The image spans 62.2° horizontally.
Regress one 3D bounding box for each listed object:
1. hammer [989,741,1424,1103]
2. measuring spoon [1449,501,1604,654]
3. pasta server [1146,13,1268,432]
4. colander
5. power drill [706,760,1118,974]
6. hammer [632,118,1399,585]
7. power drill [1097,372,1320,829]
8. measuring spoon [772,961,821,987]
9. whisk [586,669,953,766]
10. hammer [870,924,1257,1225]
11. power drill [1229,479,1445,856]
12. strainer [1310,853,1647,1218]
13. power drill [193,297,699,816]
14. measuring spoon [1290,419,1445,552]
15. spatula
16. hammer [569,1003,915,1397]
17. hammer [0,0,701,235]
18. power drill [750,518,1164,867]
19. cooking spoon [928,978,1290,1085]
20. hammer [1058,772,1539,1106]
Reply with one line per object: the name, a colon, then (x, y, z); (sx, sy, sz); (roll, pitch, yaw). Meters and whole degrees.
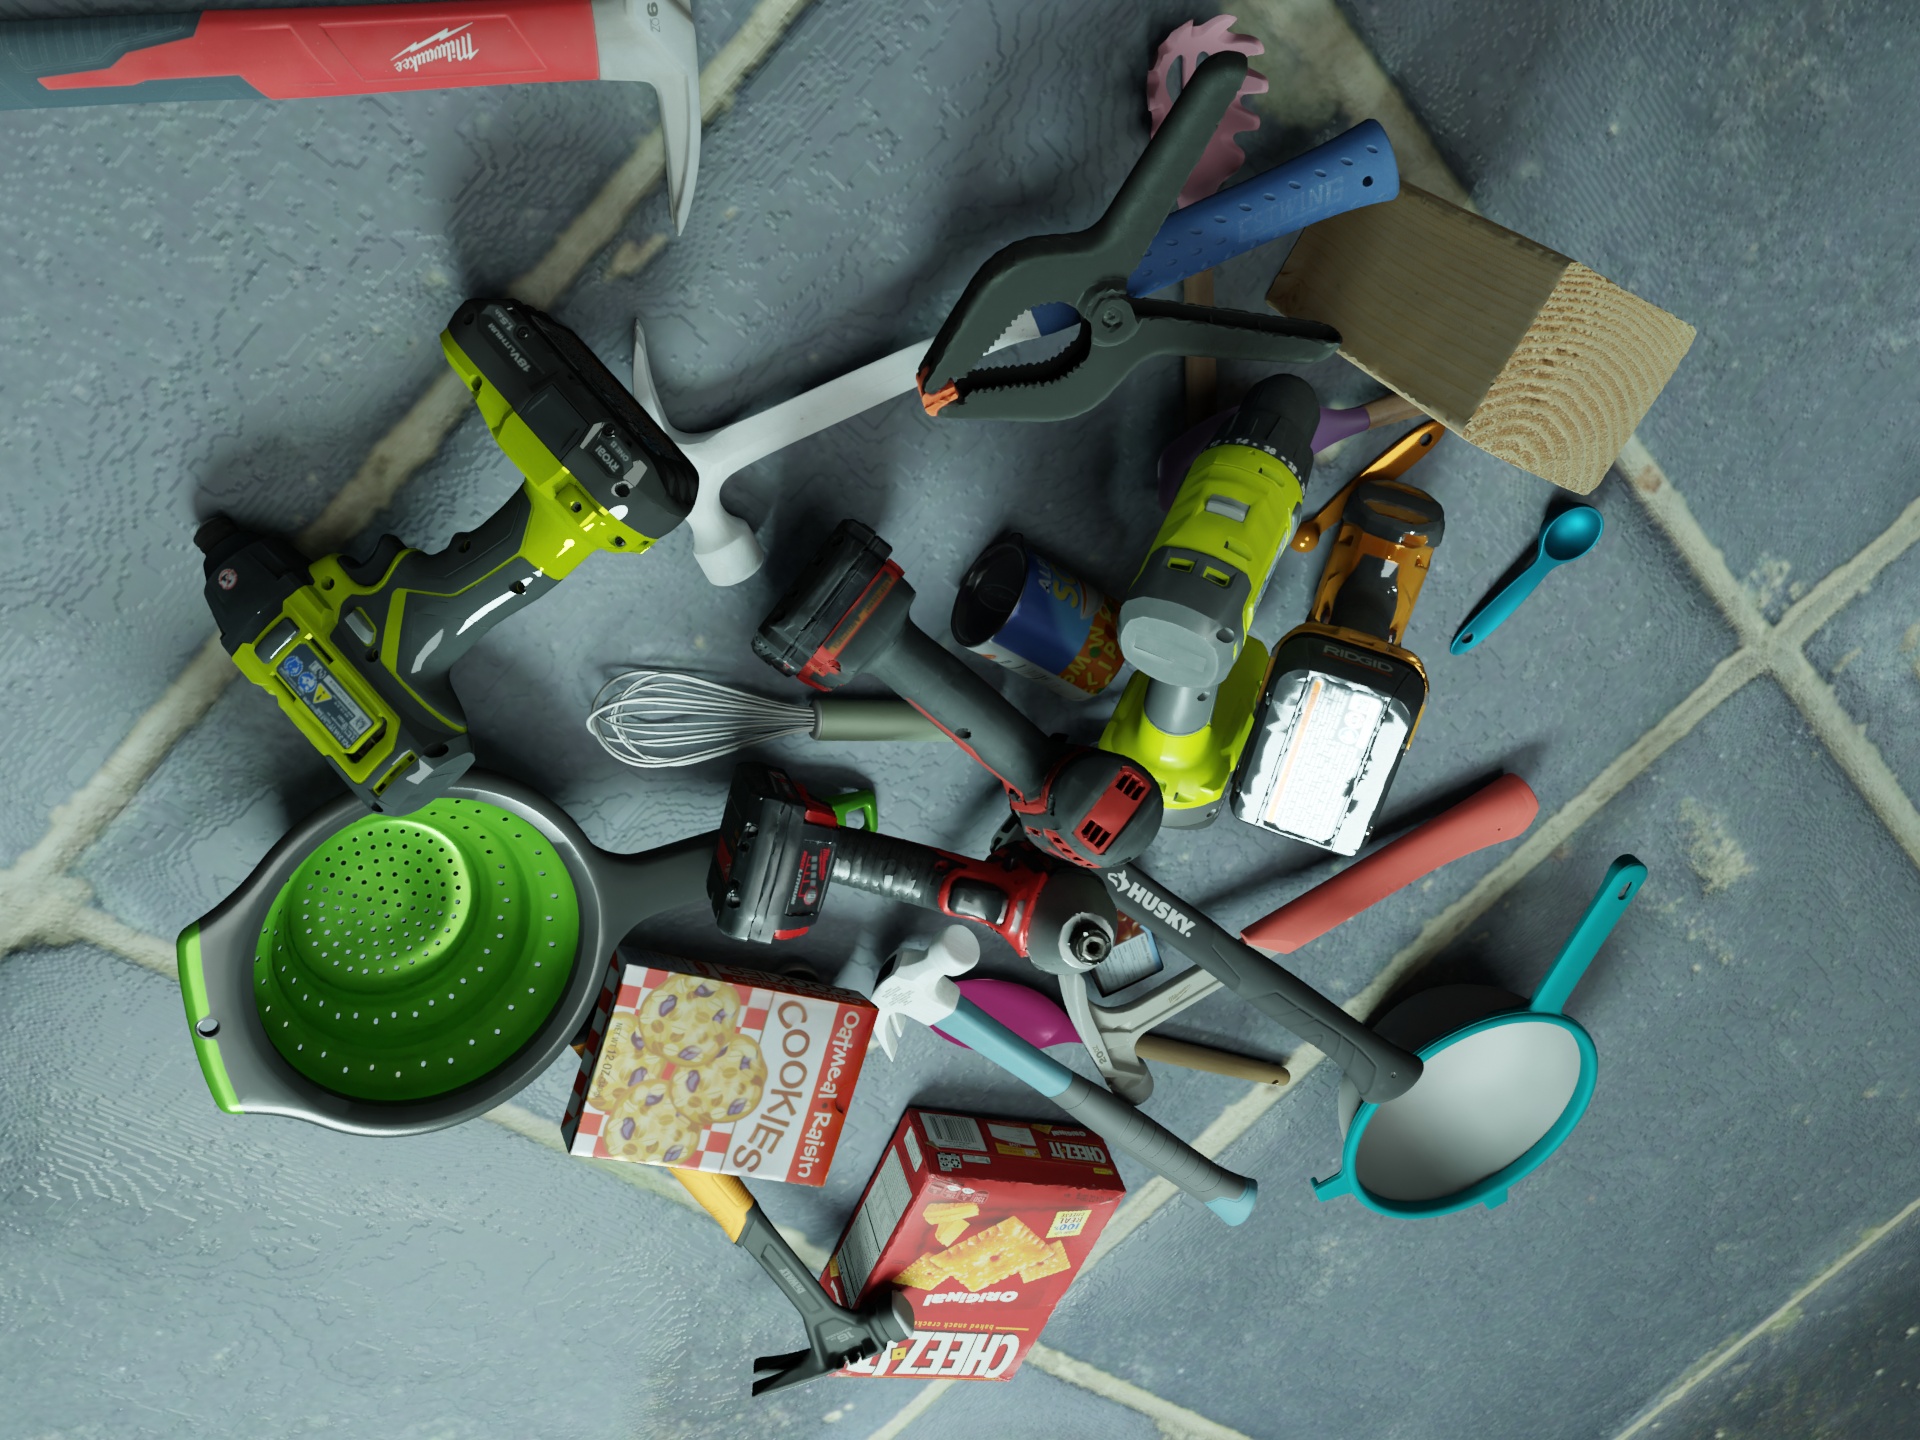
hammer: (0.170, 0.145, 1.024); (0.334, 0.035, 0.146); (35, 83, -14)
measuring spoon: (0.363, -0.094, 1.038); (0.042, 0.021, 0.128); (24, 119, -30)
pasta server: (0.132, -0.217, 0.864); (0.060, 0.040, 0.316); (-10, 125, -5)
colander: (-0.235, 0.094, 0.909); (0.397, 0.095, 0.204); (-16, 112, -31)
power drill: (-0.021, 0.090, 0.876); (0.219, 0.143, 0.078); (13, 96, -15)
hammer: (0.024, -0.207, 0.807); (0.405, 0.035, 0.143); (-23, 125, 5)
power drill: (0.139, -0.061, 0.873); (0.080, 0.191, 0.228); (21, 149, 13)
measuring spoon: (-0.126, 0.203, 1.054); (0.034, 0.018, 0.124); (13, 122, -23)
whisk: (-0.092, 0.000, 0.922); (0.246, 0.058, 0.059); (1, 155, -23)
hammer: (0.077, 0.251, 1.069); (0.330, 0.033, 0.128); (37, 135, -19)
power drill: (0.217, -0.015, 0.921); (0.084, 0.226, 0.185); (19, 127, 10)
strainer: (0.391, 0.220, 1.189); (0.211, 0.095, 0.340); (11, 116, -26)
power drill: (-0.252, -0.087, 0.762); (0.223, 0.080, 0.171); (-42, 87, 9)
measuring spoon: (0.249, -0.141, 0.967); (0.117, 0.011, 0.021); (-40, 125, 7)
spatula: (0.256, -0.185, 0.924); (0.316, 0.018, 0.059); (-18, 134, -14)
hammer: (-0.163, 0.321, 1.062); (0.127, 0.034, 0.336); (-26, 114, 10)
hammer: (-0.306, -0.268, 0.681); (0.386, 0.038, 0.143); (-9, 125, -14)
power drill: (-0.001, -0.003, 0.867); (0.226, 0.188, 0.080); (38, 84, -6)
cooking spoon: (0.115, 0.231, 1.148); (0.318, 0.017, 0.068); (18, 122, -27)
hammer: (0.237, 0.128, 1.093); (0.359, 0.037, 0.149); (-29, 126, -7)
